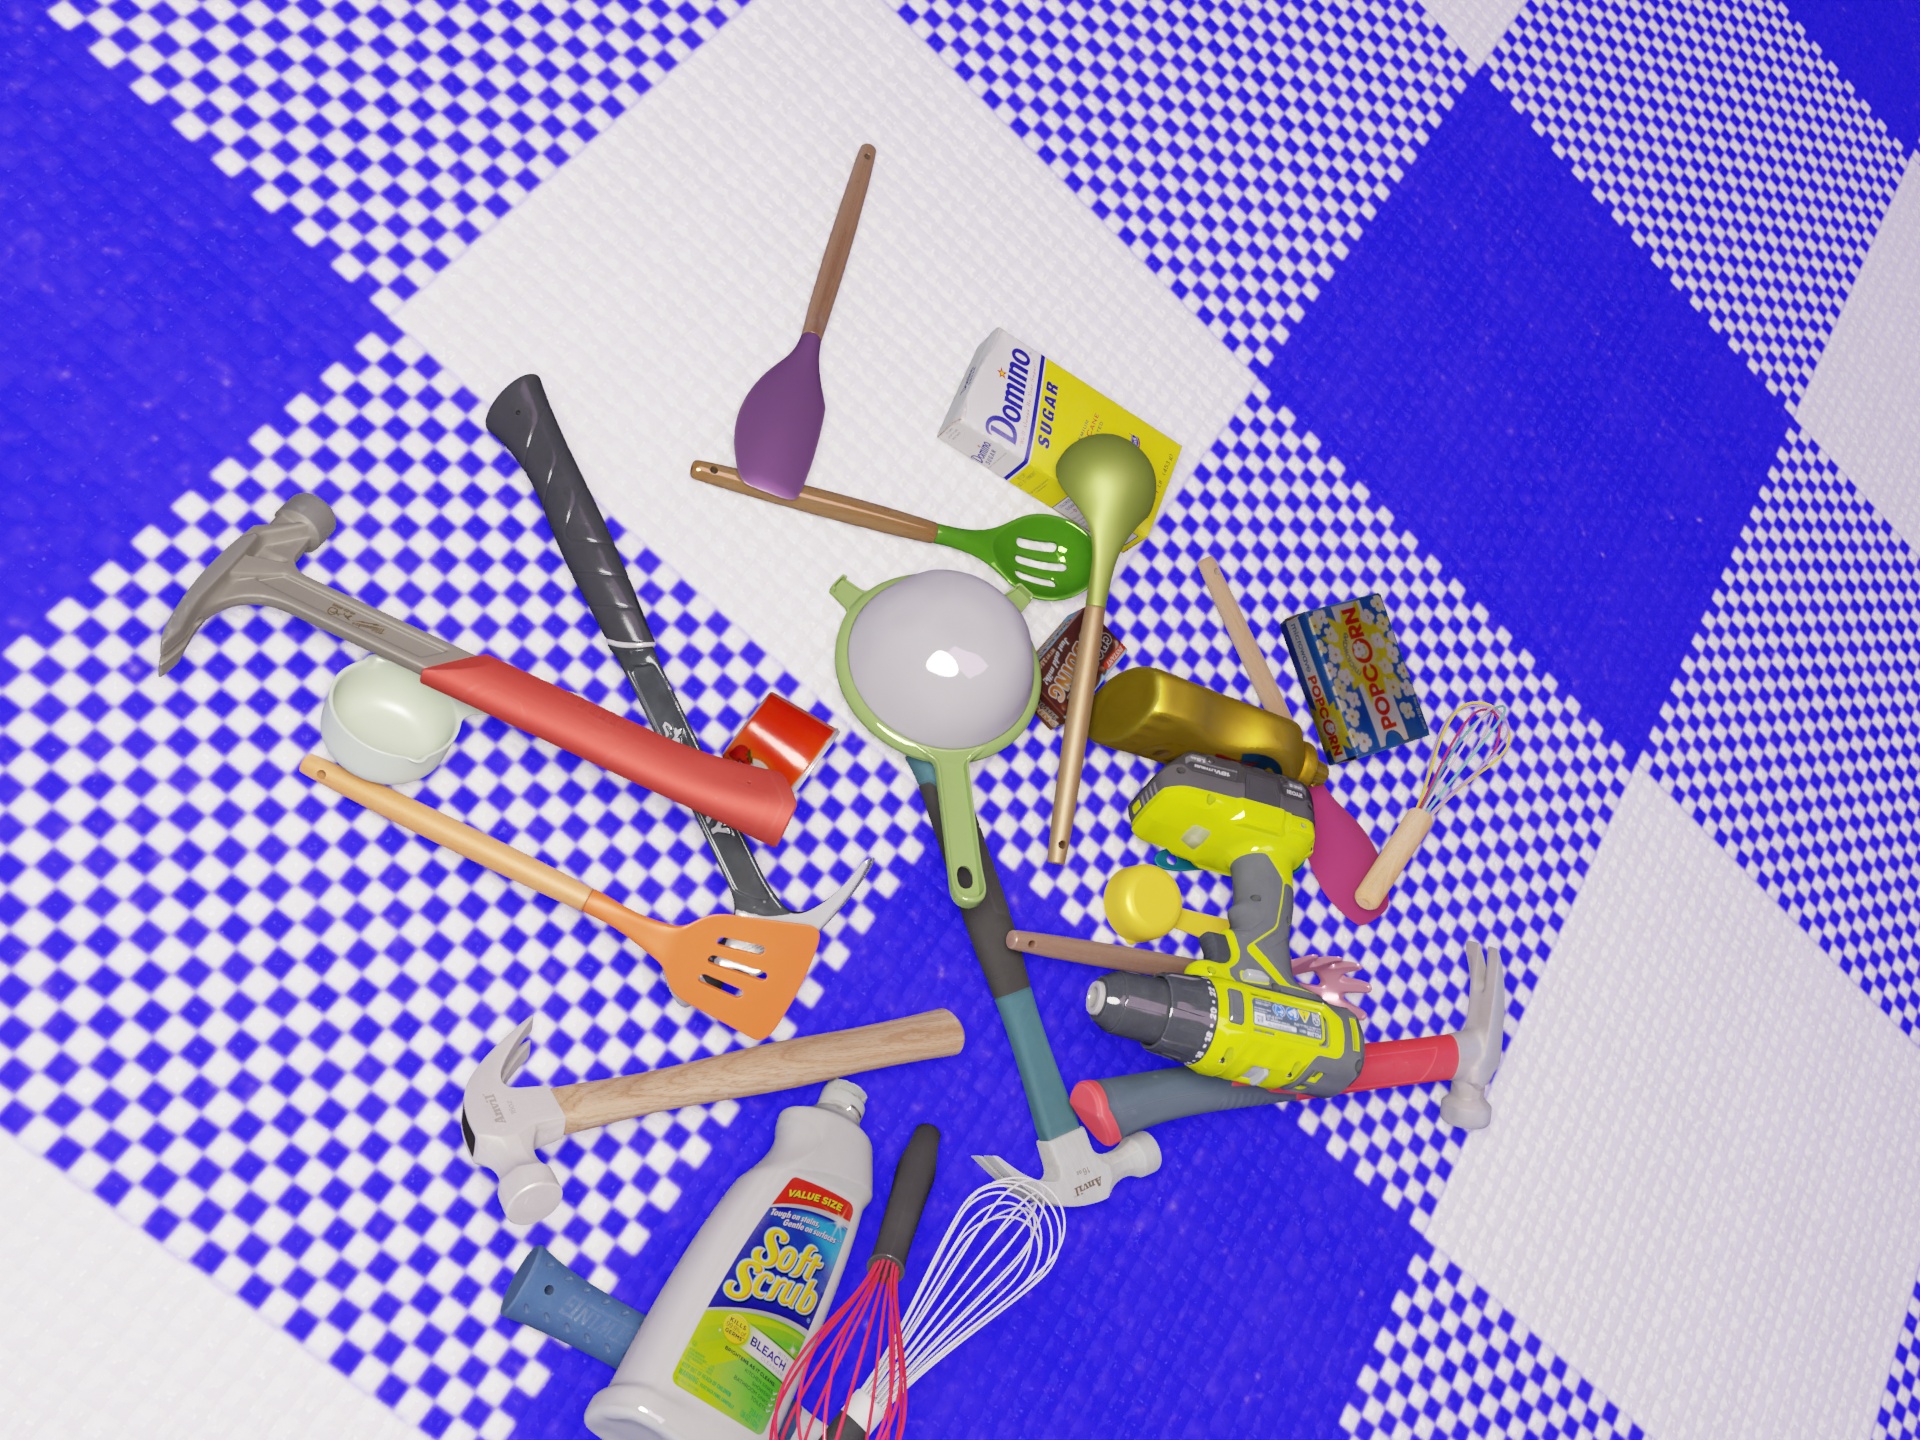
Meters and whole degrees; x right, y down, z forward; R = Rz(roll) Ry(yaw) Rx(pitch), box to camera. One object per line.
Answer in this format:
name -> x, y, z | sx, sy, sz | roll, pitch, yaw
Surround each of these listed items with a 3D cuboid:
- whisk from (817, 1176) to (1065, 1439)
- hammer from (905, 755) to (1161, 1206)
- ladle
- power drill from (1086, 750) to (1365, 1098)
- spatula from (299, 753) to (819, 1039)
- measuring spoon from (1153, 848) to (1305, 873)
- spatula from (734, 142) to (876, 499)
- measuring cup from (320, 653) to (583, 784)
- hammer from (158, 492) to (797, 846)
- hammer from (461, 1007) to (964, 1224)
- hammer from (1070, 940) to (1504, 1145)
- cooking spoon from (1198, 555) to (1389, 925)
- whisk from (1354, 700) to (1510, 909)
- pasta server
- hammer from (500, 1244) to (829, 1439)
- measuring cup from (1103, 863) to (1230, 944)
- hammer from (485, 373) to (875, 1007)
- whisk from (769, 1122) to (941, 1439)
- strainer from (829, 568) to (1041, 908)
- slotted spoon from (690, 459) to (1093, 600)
whisk -> -0.038, 0.389, 0.957 | 0.070, 0.070, 0.285 | 48, 66, -8
hammer -> 0.033, 0.175, 1.101 | 0.128, 0.033, 0.331 | -15, 84, -30
ladle -> 0.089, -0.055, 1.153 | 0.078, 0.062, 0.320 | 11, 83, -18
power drill -> 0.177, 0.140, 1.106 | 0.190, 0.080, 0.229 | 16, 51, -16
spatula -> -0.243, 0.096, 0.954 | 0.322, 0.041, 0.081 | 27, 97, -2
measuring spoon -> 0.204, 0.105, 1.220 | 0.128, 0.021, 0.042 | -3, 70, -18
spatula -> -0.105, -0.300, 1.159 | 0.059, 0.018, 0.316 | 20, 65, -15
measuring cup -> -0.308, 0.001, 0.975 | 0.167, 0.038, 0.083 | -4, 53, -46
hammer -> -0.267, -0.009, 0.932 | 0.359, 0.036, 0.149 | 26, 44, -6
hammer -> -0.140, 0.216, 0.974 | 0.331, 0.130, 0.031 | -4, 122, -36
hammer -> 0.249, 0.242, 1.152 | 0.386, 0.038, 0.143 | 1, 95, -30
cooking spoon -> 0.263, 0.014, 1.269 | 0.069, 0.017, 0.319 | -26, 90, -30
whisk -> 0.389, 0.066, 1.298 | 0.047, 0.051, 0.245 | 51, 58, -14
pasta server -> 0.170, 0.181, 1.148 | 0.316, 0.040, 0.060 | 14, 86, -30
hammer -> -0.096, 0.438, 0.963 | 0.405, 0.035, 0.144 | 35, 64, -15
measuring cup -> 0.180, 0.149, 1.182 | 0.156, 0.029, 0.062 | 19, 69, -18
hammer -> -0.196, -0.034, 1.007 | 0.149, 0.036, 0.409 | -26, 86, 3
whisk -> -0.049, 0.335, 0.928 | 0.073, 0.073, 0.296 | 44, 25, -10
strainer -> -0.002, -0.003, 1.076 | 0.151, 0.069, 0.257 | 2, 62, -17
slotted spoon -> -0.043, -0.144, 1.152 | 0.313, 0.031, 0.070 | 12, 71, -22
